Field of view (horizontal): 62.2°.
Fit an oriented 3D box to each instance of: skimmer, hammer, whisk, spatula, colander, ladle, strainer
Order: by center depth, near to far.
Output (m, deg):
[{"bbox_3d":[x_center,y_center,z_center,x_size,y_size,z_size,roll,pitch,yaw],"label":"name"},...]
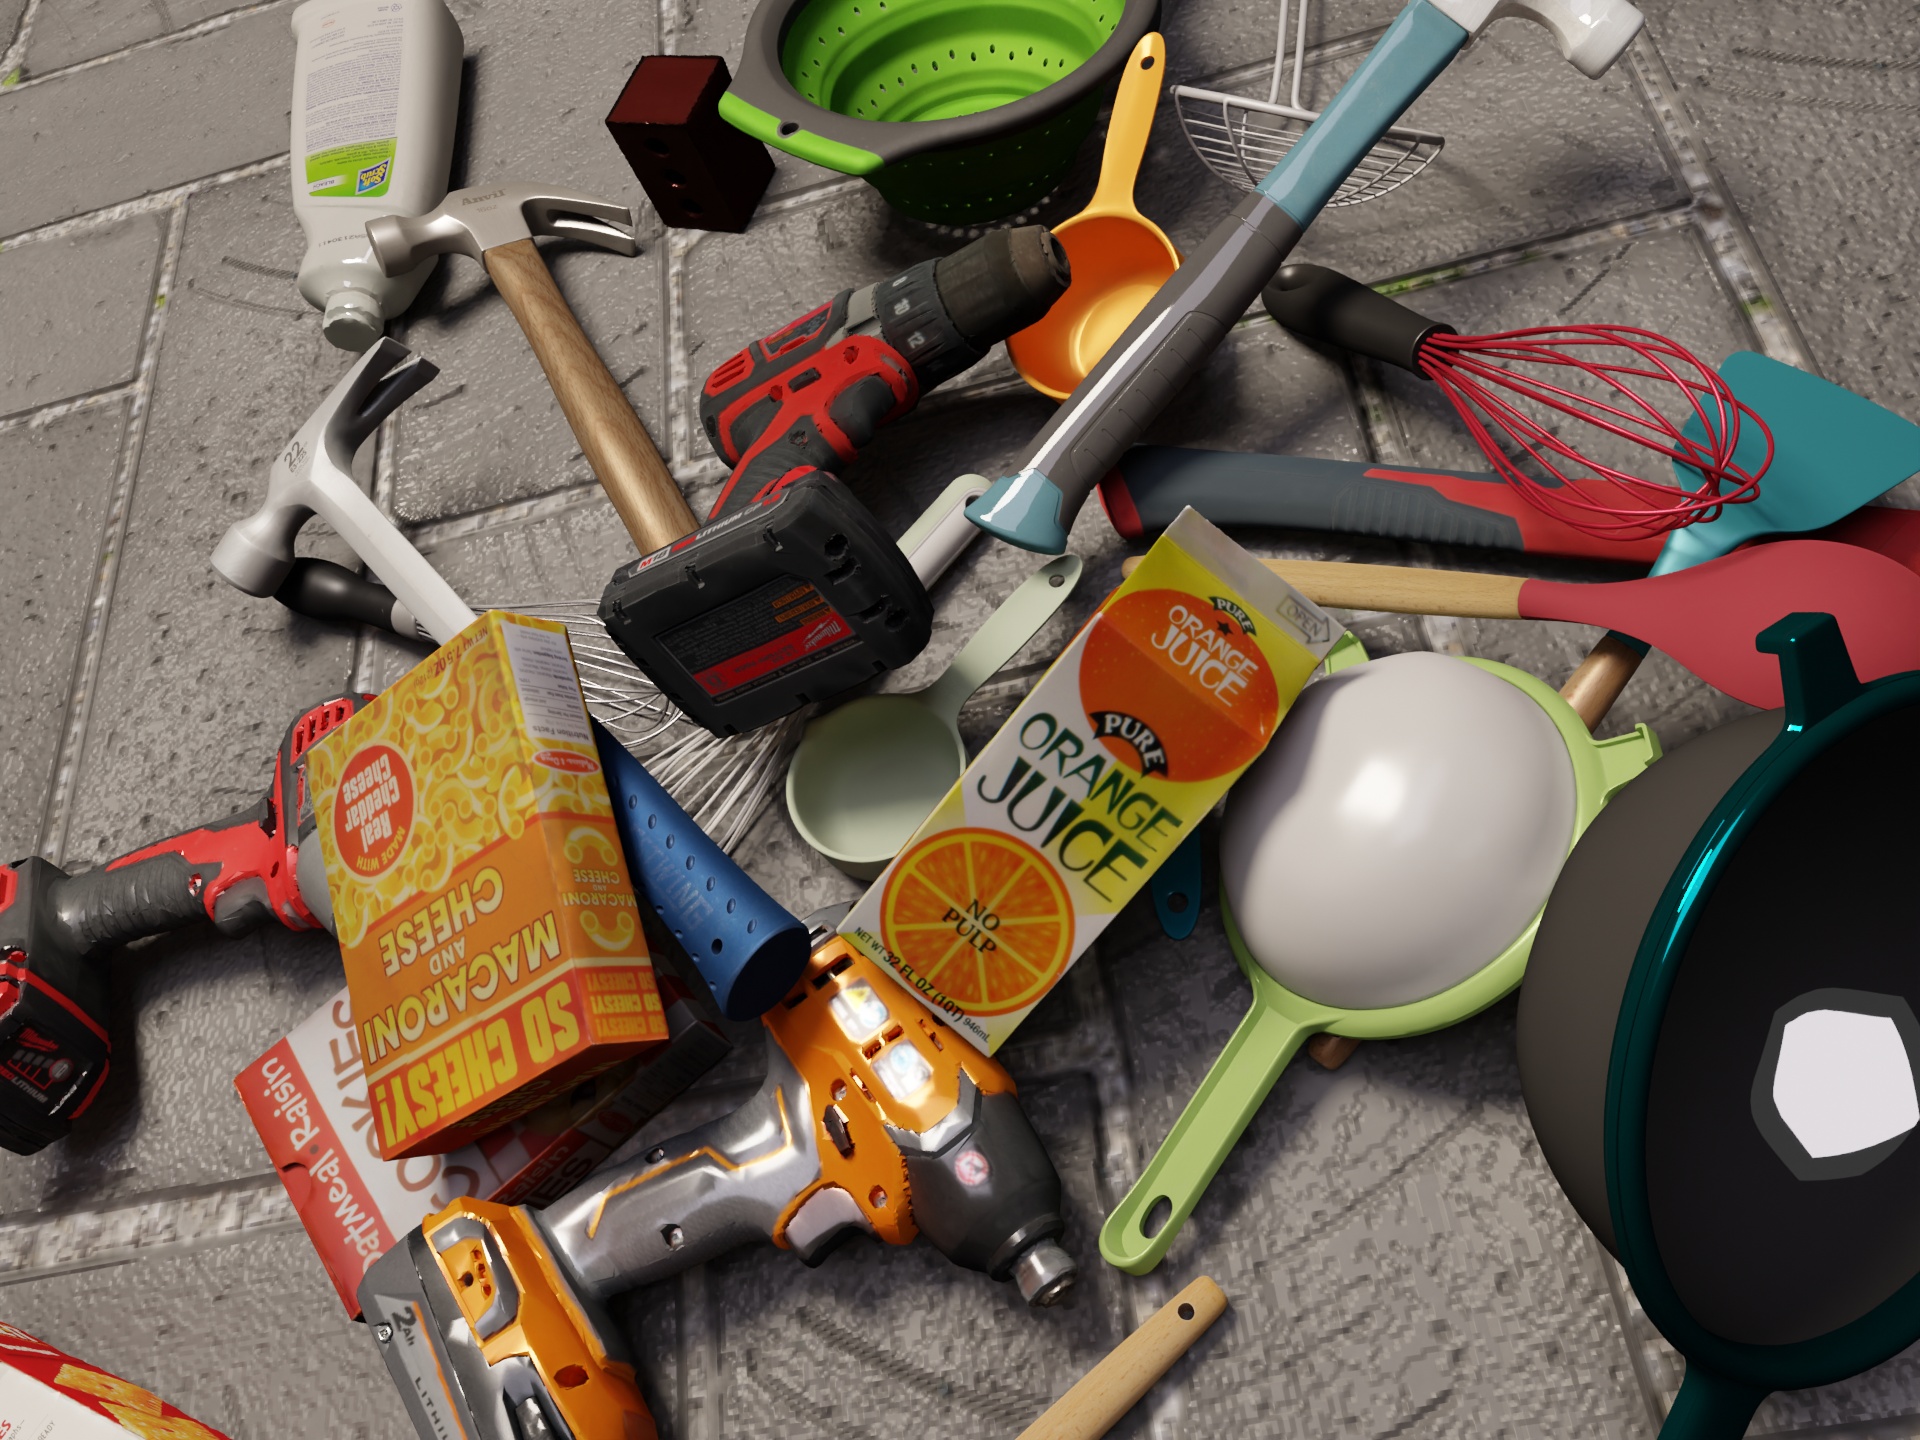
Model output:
[{"bbox_3d":[0.218,0.142,0.486,0.095,0.210,0.340,24,91,62],"label":"strainer"},{"bbox_3d":[0.111,0.073,0.552,0.256,0.069,0.152,-56,37,-5],"label":"strainer"},{"bbox_3d":[0.228,-0.001,0.579,0.082,0.044,0.317,37,92,27],"label":"spatula"},{"bbox_3d":[0.186,-0.047,0.588,0.316,0.031,0.069,10,59,44],"label":"ladle"},{"bbox_3d":[0.198,-0.140,0.627,0.073,0.073,0.296,-33,34,-3],"label":"whisk"},{"bbox_3d":[0.243,-0.095,0.648,0.386,0.038,0.143,9,64,20],"label":"hammer"},{"bbox_3d":[0.124,-0.199,0.660,0.128,0.033,0.331,41,94,4],"label":"hammer"},{"bbox_3d":[-0.192,-0.025,0.666,0.406,0.035,0.144,40,97,34],"label":"hammer"},{"bbox_3d":[-0.064,-0.020,0.692,0.246,0.057,0.059,-49,30,-18],"label":"whisk"},{"bbox_3d":[-0.232,-0.043,0.747,0.285,0.070,0.070,15,67,28],"label":"whisk"},{"bbox_3d":[0.178,-0.391,0.798,0.127,0.090,0.364,10,62,-1],"label":"skimmer"},{"bbox_3d":[-0.184,-0.164,0.800,0.130,0.031,0.332,-23,61,-18],"label":"hammer"},{"bbox_3d":[0.055,-0.374,0.829,0.205,0.094,0.397,33,67,29],"label":"colander"}]

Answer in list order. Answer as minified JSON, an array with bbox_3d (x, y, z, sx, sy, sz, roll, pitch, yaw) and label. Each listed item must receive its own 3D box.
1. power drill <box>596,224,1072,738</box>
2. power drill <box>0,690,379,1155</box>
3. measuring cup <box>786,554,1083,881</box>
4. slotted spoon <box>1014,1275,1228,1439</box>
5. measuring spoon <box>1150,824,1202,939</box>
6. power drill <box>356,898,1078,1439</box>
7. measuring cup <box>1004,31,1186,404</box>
[{"bbox_3d":[-0.045,-0.115,0.668,0.188,0.080,0.227,-22,36,27],"label":"power drill"},{"bbox_3d":[-0.329,0.085,0.681,0.219,0.078,0.143,-28,44,-3],"label":"power drill"},{"bbox_3d":[-0.001,-0.002,0.669,0.083,0.038,0.167,34,74,29],"label":"measuring cup"},{"bbox_3d":[-0.029,0.295,0.519,0.314,0.031,0.070,-40,59,-10],"label":"slotted spoon"},{"bbox_3d":[0.087,0.027,0.643,0.042,0.021,0.129,-6,70,17],"label":"measuring spoon"},{"bbox_3d":[-0.077,0.188,0.562,0.226,0.084,0.164,-36,58,-10],"label":"power drill"},{"bbox_3d":[0.079,-0.222,0.729,0.095,0.052,0.173,10,85,31],"label":"measuring cup"}]
